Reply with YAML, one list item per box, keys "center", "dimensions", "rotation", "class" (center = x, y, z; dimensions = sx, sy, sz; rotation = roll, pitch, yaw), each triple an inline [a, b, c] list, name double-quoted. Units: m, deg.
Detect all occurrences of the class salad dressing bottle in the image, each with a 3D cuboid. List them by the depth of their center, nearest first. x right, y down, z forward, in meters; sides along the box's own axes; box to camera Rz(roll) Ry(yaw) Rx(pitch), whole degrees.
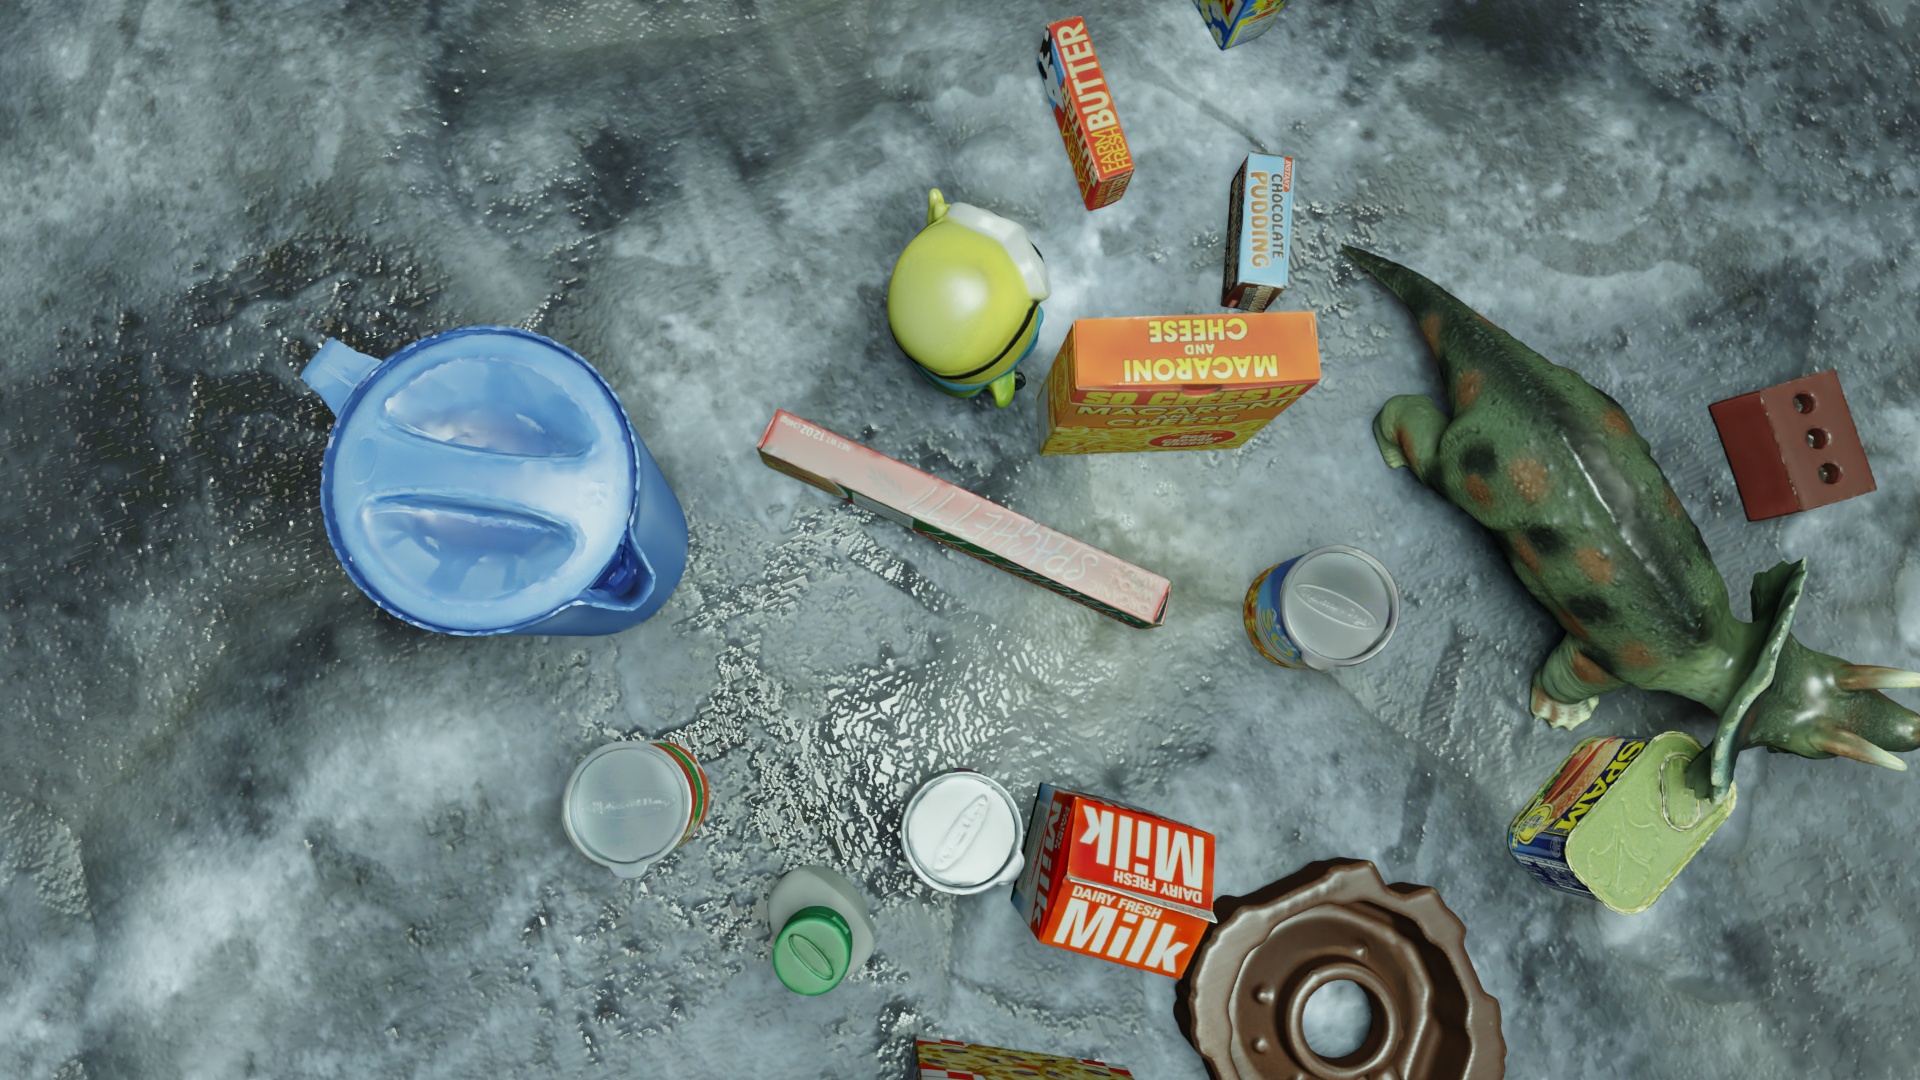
- center: [-0.074, 0.203, 0.721]
  dimensions: [0.044, 0.147, 0.064]
  rotation: [-44, 87, -7]
  class: "salad dressing bottle"

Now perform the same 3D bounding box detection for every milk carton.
- center: [0.076, 0.172, 0.712]
  dimensions: [0.072, 0.190, 0.073]
  rotation: [15, 82, -1]
  class: "milk carton"

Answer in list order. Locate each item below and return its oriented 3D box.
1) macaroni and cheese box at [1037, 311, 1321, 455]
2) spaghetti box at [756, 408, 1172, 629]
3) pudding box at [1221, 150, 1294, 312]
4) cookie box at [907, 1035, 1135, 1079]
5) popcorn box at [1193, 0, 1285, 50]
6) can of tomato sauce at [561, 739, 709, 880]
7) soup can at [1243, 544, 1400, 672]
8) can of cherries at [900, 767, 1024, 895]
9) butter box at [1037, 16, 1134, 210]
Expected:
- center: [0.112, -0.082, 0.762]
  dimensions: [0.124, 0.166, 0.040]
  rotation: [-2, 83, -3]
  class: "macaroni and cheese box"
- center: [0.003, -0.010, 0.804]
  dimensions: [0.250, 0.050, 0.029]
  rotation: [24, 82, 0]
  class: "spaghetti box"
- center: [0.180, -0.186, 0.839]
  dimensions: [0.030, 0.049, 0.084]
  rotation: [6, 82, -2]
  class: "pudding box"
- center: [0.036, 0.295, 0.704]
  dimensions: [0.123, 0.167, 0.040]
  rotation: [9, 82, -2]
  class: "cookie box"
- center: [0.156, -0.377, 0.846]
  dimensions: [0.038, 0.085, 0.127]
  rotation: [-27, 84, -6]
  class: "popcorn box"
- center: [-0.174, 0.144, 0.757]
  dimensions: [0.071, 0.083, 0.071]
  rotation: [0, 82, -3]
  class: "can of tomato sauce"
- center: [0.202, 0.042, 0.791]
  dimensions: [0.071, 0.083, 0.071]
  rotation: [0, 82, -3]
  class: "soup can"
- center: [0.001, 0.163, 0.776]
  dimensions: [0.071, 0.058, 0.071]
  rotation: [0, 82, -3]
  class: "can of cherries"
- center: [0.075, -0.258, 0.842]
  dimensions: [0.024, 0.053, 0.103]
  rotation: [-17, 83, -5]
  class: "butter box"
